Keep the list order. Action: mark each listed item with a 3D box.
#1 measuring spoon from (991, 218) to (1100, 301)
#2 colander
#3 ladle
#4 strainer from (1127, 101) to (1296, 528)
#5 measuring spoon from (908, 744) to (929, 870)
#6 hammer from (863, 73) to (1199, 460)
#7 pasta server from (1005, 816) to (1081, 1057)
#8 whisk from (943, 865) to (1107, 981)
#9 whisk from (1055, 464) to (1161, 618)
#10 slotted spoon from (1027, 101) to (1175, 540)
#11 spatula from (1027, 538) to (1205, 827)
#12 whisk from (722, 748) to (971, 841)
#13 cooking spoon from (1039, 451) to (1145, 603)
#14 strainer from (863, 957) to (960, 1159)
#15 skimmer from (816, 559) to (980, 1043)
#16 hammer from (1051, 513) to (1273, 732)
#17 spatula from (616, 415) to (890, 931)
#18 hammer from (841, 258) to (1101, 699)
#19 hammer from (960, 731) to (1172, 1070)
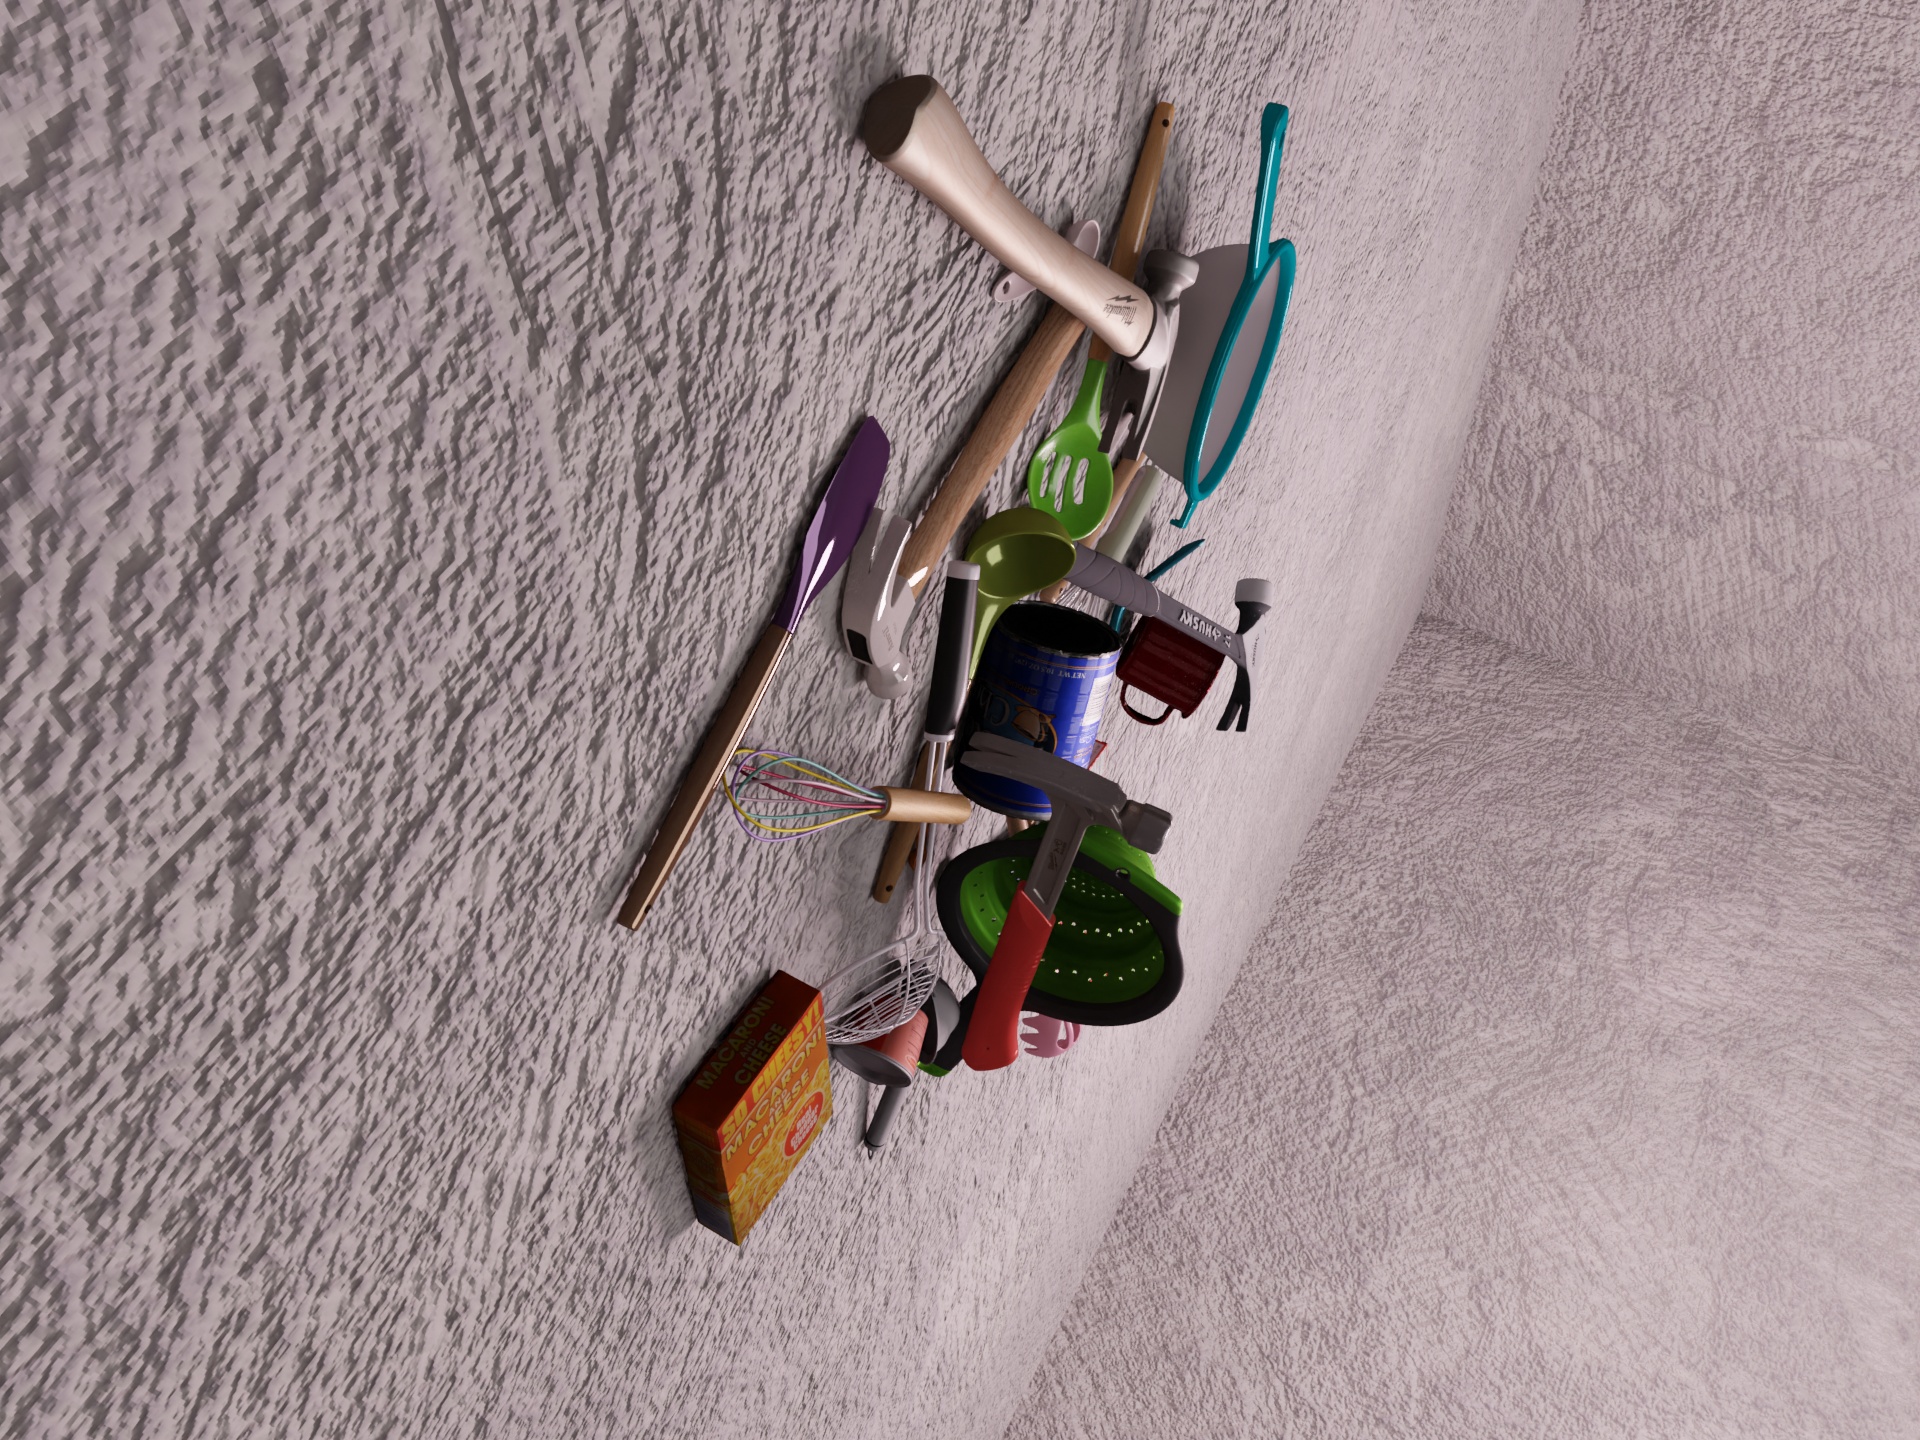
[{"bbox_3d":[0.052,-0.297,1.033,0.124,0.018,0.034,-39,144,-41],"label":"measuring spoon"},{"bbox_3d":[0.058,0.186,1.321,0.397,0.204,0.094,-54,-176,47],"label":"colander"},{"bbox_3d":[-0.002,-0.004,1.144,0.078,0.062,0.320,11,108,-29],"label":"ladle"},{"bbox_3d":[0.182,-0.323,1.205,0.211,0.095,0.340,-59,162,-30],"label":"strainer"},{"bbox_3d":[-0.031,0.066,1.212,0.021,0.011,0.116,-39,142,-48],"label":"measuring spoon"},{"bbox_3d":[0.050,-0.269,0.960,0.410,0.038,0.146,8,99,-64],"label":"hammer"},{"bbox_3d":[0.062,0.167,1.371,0.060,0.040,0.316,-30,121,-30],"label":"pasta server"},{"bbox_3d":[0.066,0.181,1.433,0.295,0.073,0.073,37,76,-50],"label":"whisk"},{"bbox_3d":[0.116,-0.126,1.341,0.058,0.059,0.246,-29,-152,58],"label":"whisk"},{"bbox_3d":[0.108,-0.286,1.152,0.031,0.070,0.313,-141,-117,-64],"label":"slotted spoon"},{"bbox_3d":[0.134,-0.035,1.480,0.317,0.044,0.082,-65,-172,-2],"label":"spatula"},{"bbox_3d":[-0.064,0.046,0.987,0.244,0.047,0.051,10,115,-57],"label":"whisk"},{"bbox_3d":[0.144,-0.219,1.344,0.319,0.017,0.068,-59,159,-25],"label":"cooking spoon"},{"bbox_3d":[-0.044,0.289,1.343,0.050,0.087,0.258,1,130,-25],"label":"strainer"},{"bbox_3d":[-0.046,0.063,1.124,0.127,0.090,0.363,-7,109,-52],"label":"skimmer"},{"bbox_3d":[0.166,-0.093,1.347,0.408,0.036,0.149,18,77,-54],"label":"hammer"},{"bbox_3d":[-0.111,-0.027,0.886,0.316,0.018,0.059,-64,158,-13],"label":"spatula"},{"bbox_3d":[0.015,-0.177,1.035,0.331,0.031,0.130,-60,160,-21],"label":"hammer"},{"bbox_3d":[0.041,0.157,1.204,0.358,0.149,0.037,106,9,-46],"label":"hammer"}]
